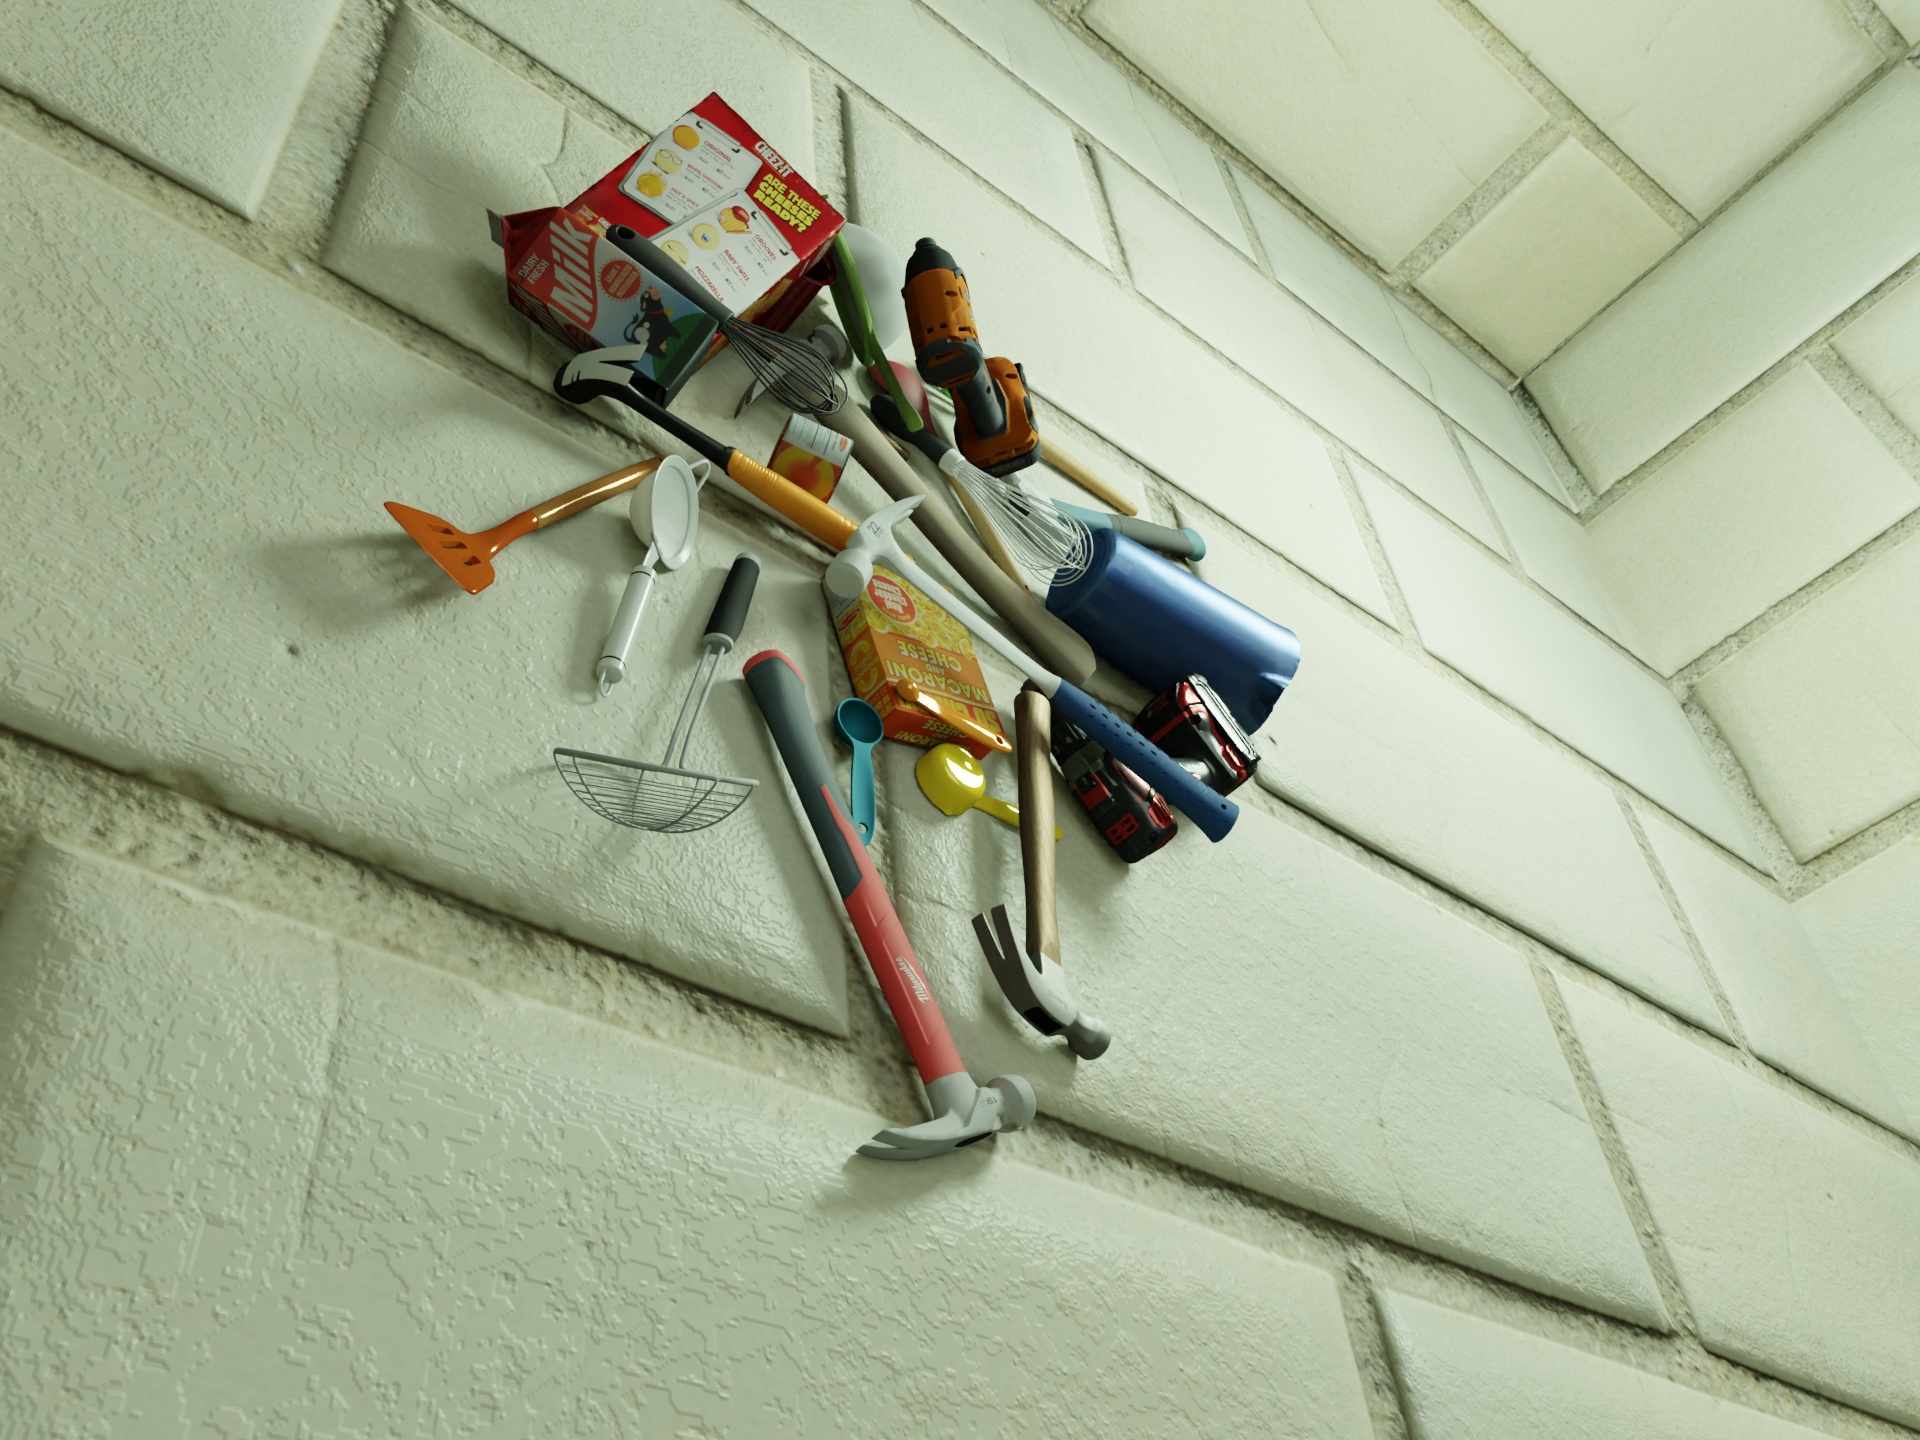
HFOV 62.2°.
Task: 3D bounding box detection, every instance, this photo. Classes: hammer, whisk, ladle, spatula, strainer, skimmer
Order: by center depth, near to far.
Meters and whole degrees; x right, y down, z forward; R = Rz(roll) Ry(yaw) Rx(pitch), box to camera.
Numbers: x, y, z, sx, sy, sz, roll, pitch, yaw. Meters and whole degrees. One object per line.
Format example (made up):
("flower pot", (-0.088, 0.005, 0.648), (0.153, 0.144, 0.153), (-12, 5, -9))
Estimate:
("hammer", (-0.081, 0.114, 1.096), (0.143, 0.038, 0.387), (2, 54, -47))
("skimmer", (-0.179, -0.043, 1.101), (0.127, 0.090, 0.364), (9, 36, -1))
("spatula", (-0.289, -0.154, 1.137), (0.081, 0.041, 0.323), (46, 31, -1))
("strainer", (-0.232, -0.110, 1.158), (0.259, 0.050, 0.086), (-83, 168, -45))
("hammer", (0.059, 0.099, 1.253), (0.130, 0.031, 0.332), (41, 32, -33))
("hammer", (-0.163, -0.198, 1.293), (0.336, 0.127, 0.034), (31, 77, -34))
("whisk", (-0.193, -0.331, 1.311), (0.239, 0.055, 0.055), (38, 33, -6))
("hammer", (0.073, -0.037, 1.338), (0.405, 0.035, 0.144), (38, 40, -9))
("hammer", (-0.029, -0.179, 1.467), (0.410, 0.038, 0.146), (47, 47, -8))
("whisk", (0.016, -0.232, 1.539), (0.285, 0.070, 0.070), (42, 29, 17))
("strainer", (-0.068, -0.390, 1.557), (0.151, 0.069, 0.257), (85, -17, -64))
("ladle", (-0.006, -0.245, 1.591), (0.069, 0.031, 0.316), (-3, 59, -55))
("hammer", (0.167, -0.216, 1.758), (0.330, 0.033, 0.128), (5, 50, -48))

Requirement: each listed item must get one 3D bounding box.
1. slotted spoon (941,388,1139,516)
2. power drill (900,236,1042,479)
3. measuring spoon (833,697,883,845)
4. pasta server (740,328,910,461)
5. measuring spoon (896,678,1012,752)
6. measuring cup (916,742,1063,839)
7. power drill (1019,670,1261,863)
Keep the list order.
("slotted spoon", (0.086, -0.309, 1.768), (0.313, 0.031, 0.070), (30, 21, -29))
("power drill", (0.006, -0.358, 1.564), (0.226, 0.084, 0.164), (51, 25, -59))
("measuring spoon", (-0.080, 0.041, 1.203), (0.042, 0.021, 0.129), (19, 51, -30))
("pasta server", (-0.174, -0.331, 1.486), (0.316, 0.040, 0.060), (34, 34, -28))
("measuring spoon", (-0.002, -0.004, 1.264), (0.116, 0.011, 0.021), (30, 37, -26))
("measuring cup", (0.033, 0.062, 1.295), (0.156, 0.029, 0.062), (25, 38, -31))
("power drill", (0.161, 0.021, 1.455), (0.188, 0.080, 0.226), (54, 35, 11))
